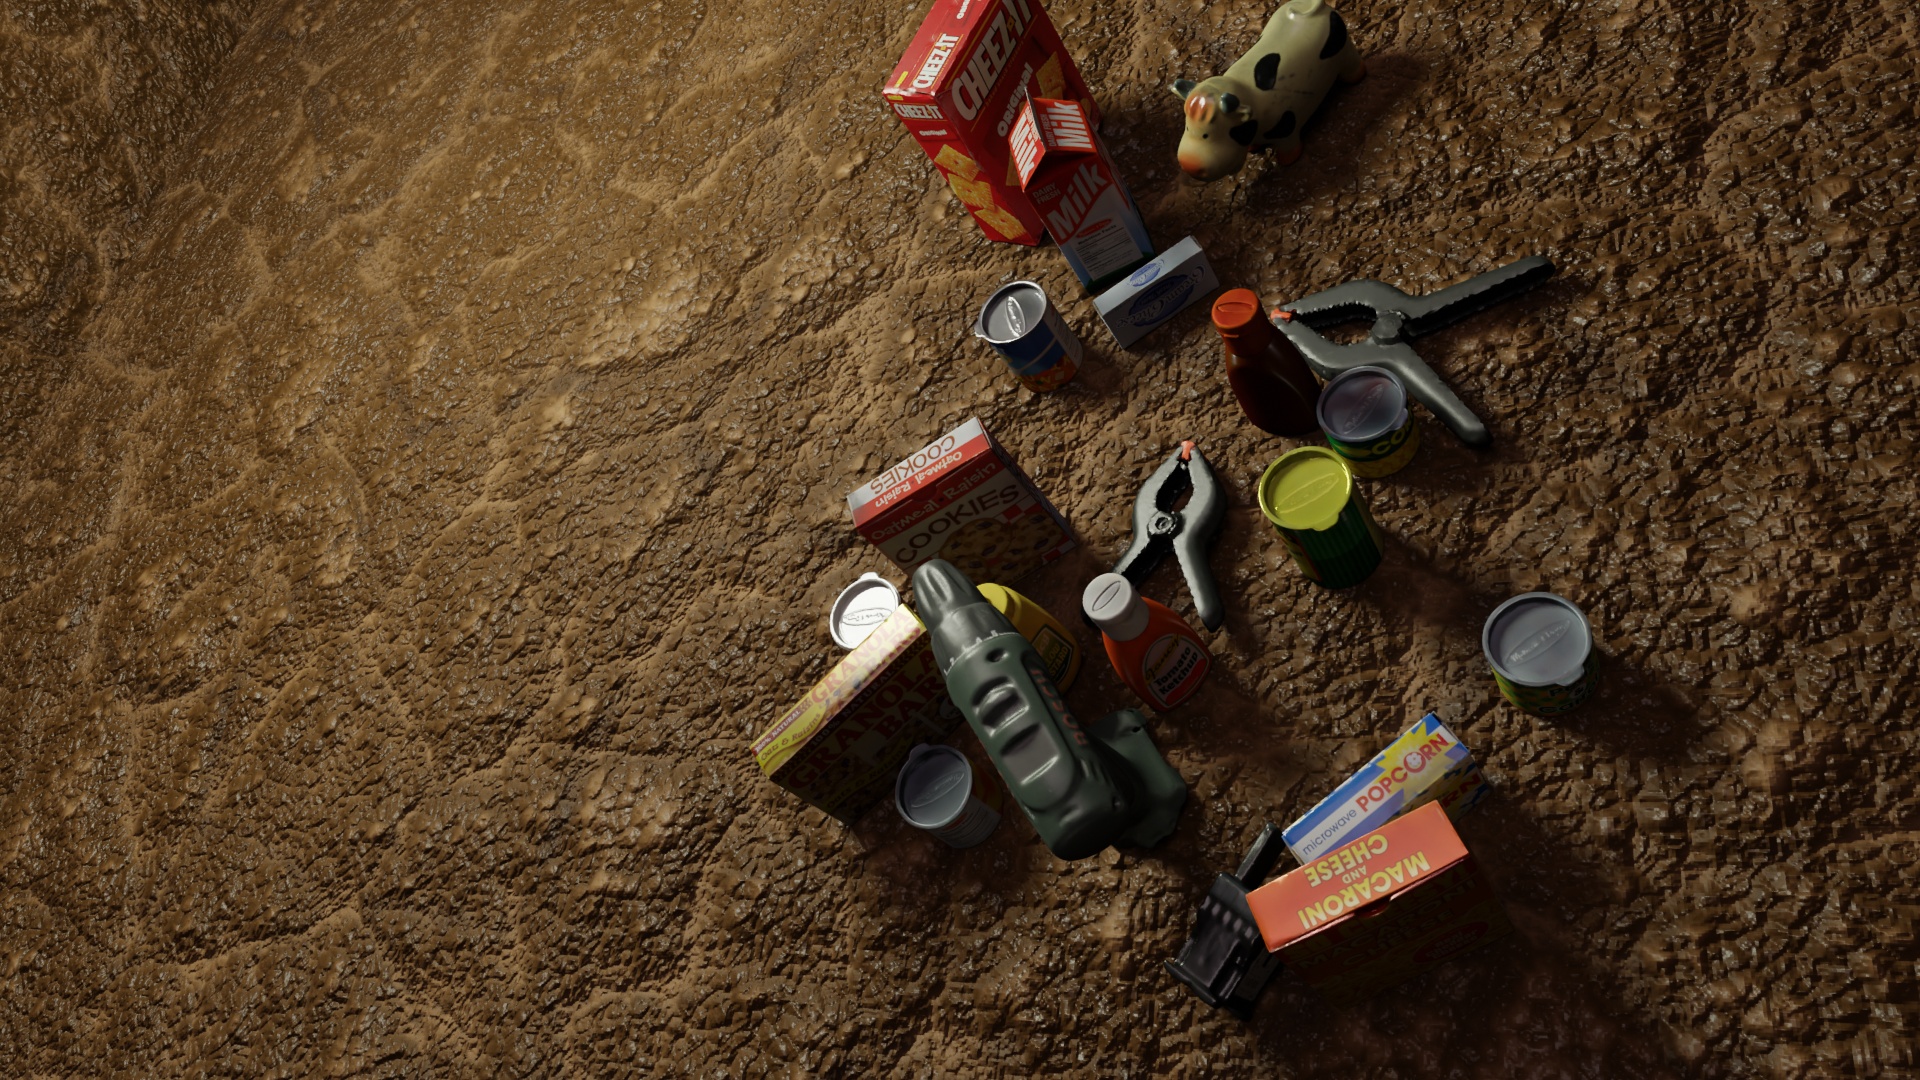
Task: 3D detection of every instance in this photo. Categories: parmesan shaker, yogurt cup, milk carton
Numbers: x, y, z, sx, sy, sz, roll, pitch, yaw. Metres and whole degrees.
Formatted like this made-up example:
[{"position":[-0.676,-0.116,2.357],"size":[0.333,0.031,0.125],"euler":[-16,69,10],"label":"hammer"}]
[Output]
[{"position":[0.264,-0.012,1.007],"size":[0.071,0.103,0.071],"euler":[-14,57,23],"label":"parmesan shaker"},{"position":[-0.069,0.072,1.181],"size":[0.072,0.054,0.073],"euler":[-14,57,23],"label":"yogurt cup"},{"position":[0.102,-0.311,1.222],"size":[0.073,0.190,0.072],"euler":[-24,53,17],"label":"milk carton"}]

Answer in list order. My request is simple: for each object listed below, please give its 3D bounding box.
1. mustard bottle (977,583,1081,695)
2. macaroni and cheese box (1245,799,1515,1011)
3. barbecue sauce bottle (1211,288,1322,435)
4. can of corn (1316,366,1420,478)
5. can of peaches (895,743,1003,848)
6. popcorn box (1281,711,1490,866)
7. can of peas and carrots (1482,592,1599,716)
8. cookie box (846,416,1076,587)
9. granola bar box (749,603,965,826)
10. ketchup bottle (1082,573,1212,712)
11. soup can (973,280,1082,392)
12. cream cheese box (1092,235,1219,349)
[{"position":[0.038,0.072,1.050],"size":[0.049,0.160,0.065],"euler":[26,78,38],"label":"mustard bottle"},{"position":[0.255,0.223,0.830],"size":[0.123,0.166,0.040],"euler":[-31,52,12],"label":"macaroni and cheese box"},{"position":[0.233,-0.136,1.069],"size":[0.065,0.148,0.044],"euler":[9,68,34],"label":"barbecue sauce bottle"},{"position":[0.312,-0.088,1.053],"size":[0.071,0.058,0.071],"euler":[-14,57,23],"label":"can of corn"},{"position":[-0.009,0.196,1.070],"size":[0.071,0.058,0.071],"euler":[-14,57,23],"label":"can of peaches"},{"position":[0.276,0.176,0.899],"size":[0.126,0.085,0.038],"euler":[-40,50,4],"label":"popcorn box"},{"position":[0.384,0.077,0.912],"size":[0.071,0.058,0.071],"euler":[-14,57,23],"label":"can of peas and carrots"},{"position":[0.004,-0.014,1.117],"size":[0.123,0.167,0.040],"euler":[-32,52,11],"label":"cookie box"},{"position":[-0.066,0.139,1.094],"size":[0.165,0.124,0.039],"euler":[-43,50,1],"label":"granola bar box"},{"position":[0.132,0.071,1.004],"size":[0.065,0.148,0.043],"euler":[-48,50,-2],"label":"ketchup bottle"},{"position":[0.061,-0.179,1.236],"size":[0.071,0.083,0.071],"euler":[-14,57,23],"label":"soup can"},{"position":[0.171,-0.216,1.214],"size":[0.103,0.053,0.024],"euler":[-33,51,9],"label":"cream cheese box"}]
